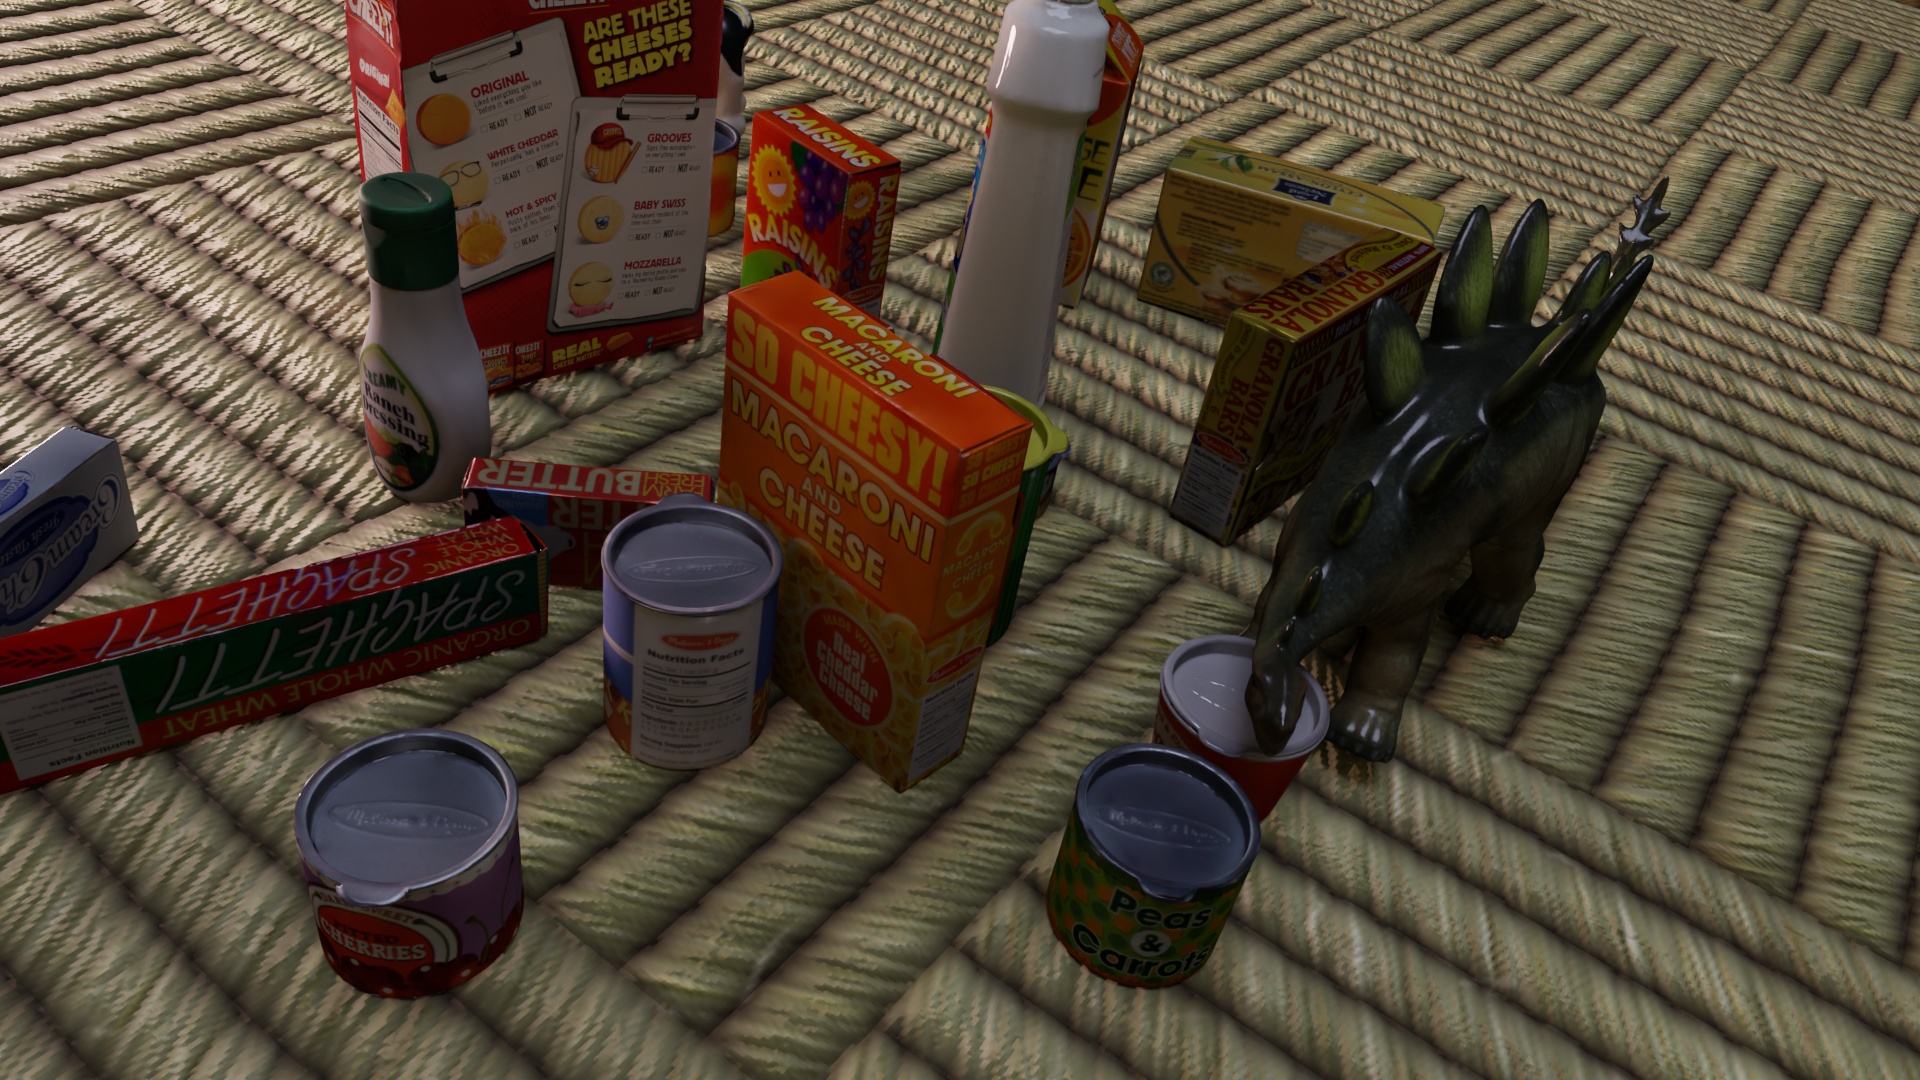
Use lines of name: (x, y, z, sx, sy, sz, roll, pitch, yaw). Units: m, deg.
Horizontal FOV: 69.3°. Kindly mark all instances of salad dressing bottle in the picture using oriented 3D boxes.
salad dressing bottle: (-0.237, -0.087, 0.610, 0.064, 0.146, 0.044, 30, 41, 23)

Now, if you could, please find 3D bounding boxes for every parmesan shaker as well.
parmesan shaker: (0.002, -0.008, 0.606, 0.071, 0.102, 0.072, 7, 38, -5)

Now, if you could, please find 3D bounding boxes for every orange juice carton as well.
orange juice carton: (0.063, -0.250, 0.858, 0.073, 0.191, 0.072, 15, 38, 5)

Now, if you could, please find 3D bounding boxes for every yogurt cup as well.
yogurt cup: (0.109, 0.079, 0.562, 0.072, 0.053, 0.073, 7, 38, -5)

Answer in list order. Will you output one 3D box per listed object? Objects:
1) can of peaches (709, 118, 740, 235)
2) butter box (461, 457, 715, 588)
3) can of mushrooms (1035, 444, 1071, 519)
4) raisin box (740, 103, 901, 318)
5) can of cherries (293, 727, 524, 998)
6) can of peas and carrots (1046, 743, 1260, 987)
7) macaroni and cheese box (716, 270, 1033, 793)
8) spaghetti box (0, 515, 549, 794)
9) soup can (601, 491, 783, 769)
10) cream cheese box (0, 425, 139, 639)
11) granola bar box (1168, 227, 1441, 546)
can of peaches: (-0.177, -0.233, 0.884, 0.071, 0.057, 0.071, 7, 38, -5)
butter box: (-0.160, -0.005, 0.603, 0.103, 0.052, 0.024, 4, 38, -10)
can of mushrooms: (0.019, -0.038, 0.706, 0.071, 0.033, 0.071, 7, 38, -5)
raisin box: (-0.080, -0.167, 0.772, 0.040, 0.122, 0.086, -24, 49, -37)
can of cherries: (-0.178, 0.106, 0.451, 0.071, 0.058, 0.072, 7, 38, -5)
can of peas and carrots: (0.068, 0.118, 0.499, 0.071, 0.058, 0.071, 7, 38, -5)
macaroni and cheese box: (-0.042, -0.003, 0.537, 0.124, 0.165, 0.040, 36, 44, 29)
spaghetti box: (-0.277, 0.045, 0.511, 0.251, 0.049, 0.029, -17, 46, -32)
soup can: (-0.105, 0.035, 0.540, 0.071, 0.083, 0.072, 7, 38, -5)
cream cheese box: (-0.366, 0.005, 0.537, 0.024, 0.053, 0.104, 14, 38, 4)
granola bar box: (0.184, -0.084, 0.732, 0.039, 0.123, 0.166, 33, 43, 26)
